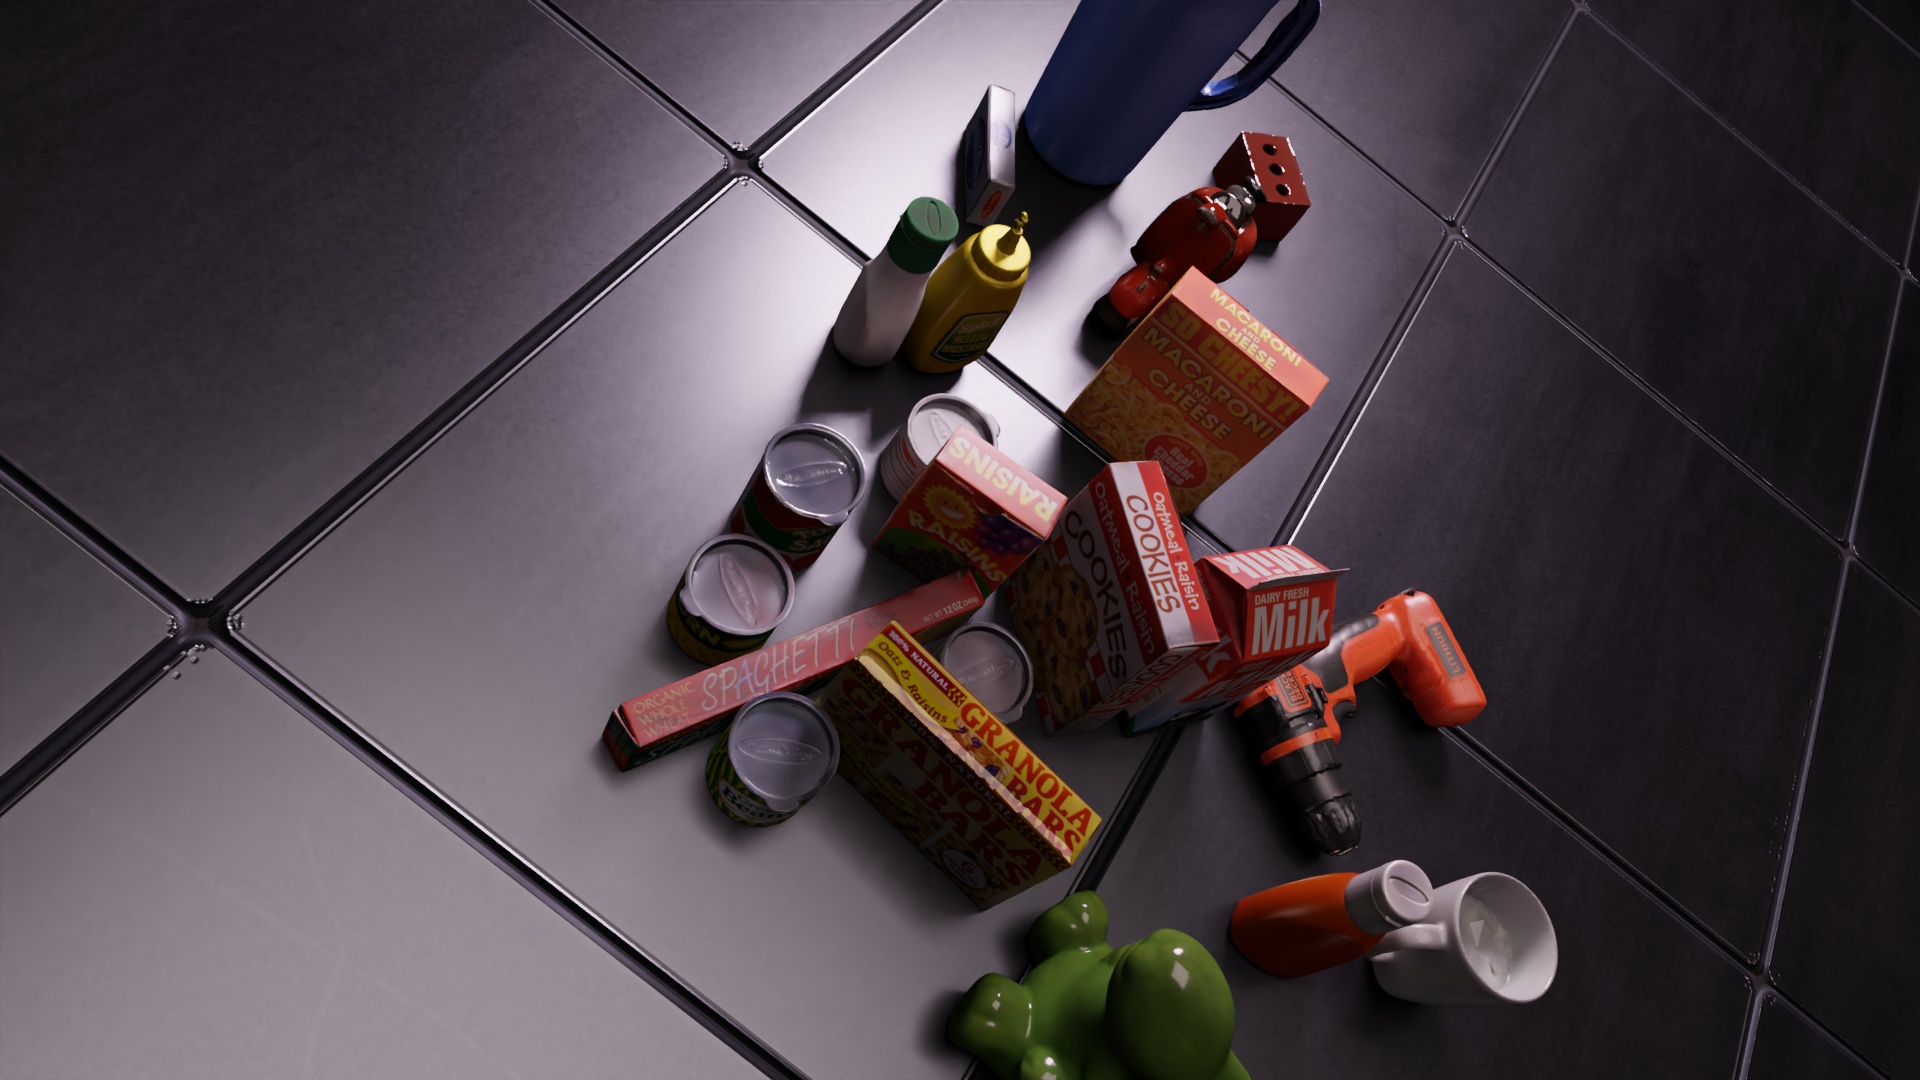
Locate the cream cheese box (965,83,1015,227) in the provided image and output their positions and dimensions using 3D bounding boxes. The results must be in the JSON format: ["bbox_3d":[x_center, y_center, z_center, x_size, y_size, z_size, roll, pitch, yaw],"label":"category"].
[{"bbox_3d":[0.023,-0.307,1.108,0.024,0.053,0.104,12,60,-19],"label":"cream cheese box"}]

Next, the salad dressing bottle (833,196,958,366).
[{"bbox_3d":[-0.045,-0.176,0.951,0.044,0.147,0.064,6,62,-22],"label":"salad dressing bottle"}]

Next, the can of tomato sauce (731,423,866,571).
[{"bbox_3d":[-0.103,-0.024,0.884,0.071,0.082,0.071,11,61,-19],"label":"can of tomato sauce"}]

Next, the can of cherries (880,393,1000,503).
[{"bbox_3d":[-0.013,-0.059,0.958,0.071,0.058,0.072,11,61,-19],"label":"can of cherries"}]

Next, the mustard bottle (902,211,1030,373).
[{"bbox_3d":[0.010,-0.175,0.968,0.065,0.159,0.049,-11,70,-29],"label":"mustard bottle"}]

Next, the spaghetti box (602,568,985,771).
[{"bbox_3d":[-0.097,0.076,0.854,0.251,0.050,0.029,-21,75,-32],"label":"spaghetti box"}]

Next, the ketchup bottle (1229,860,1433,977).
[{"bbox_3d":[0.231,0.234,0.862,0.065,0.148,0.044,31,56,-7],"label":"ketchup bottle"}]

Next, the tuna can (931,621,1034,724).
[{"bbox_3d":[0.013,0.092,0.907,0.071,0.032,0.071,11,61,-19],"label":"tuna can"}]

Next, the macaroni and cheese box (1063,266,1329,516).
[{"bbox_3d":[0.164,-0.103,0.998,0.124,0.165,0.040,39,55,-1],"label":"macaroni and cheese box"}]

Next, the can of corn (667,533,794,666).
[{"bbox_3d":[-0.143,0.038,0.848,0.071,0.058,0.071,11,61,-19],"label":"can of corn"}]

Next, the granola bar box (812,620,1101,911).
[{"bbox_3d":[-0.011,0.135,0.818,0.165,0.123,0.039,44,55,2],"label":"granola bar box"}]

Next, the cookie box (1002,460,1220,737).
[{"bbox_3d":[0.090,0.041,0.888,0.040,0.166,0.123,-5,67,-27],"label":"cookie box"}]

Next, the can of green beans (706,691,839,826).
[{"bbox_3d":[-0.111,0.129,0.815,0.071,0.057,0.071,11,61,-19],"label":"can of green beans"}]

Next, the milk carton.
[{"bbox_3d":[0.168,0.060,0.899,0.072,0.189,0.073,-7,68,-28],"label":"milk carton"}]

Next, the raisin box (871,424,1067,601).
[{"bbox_3d":[0.003,-0.011,0.902,0.086,0.122,0.040,35,56,-4],"label":"raisin box"}]
